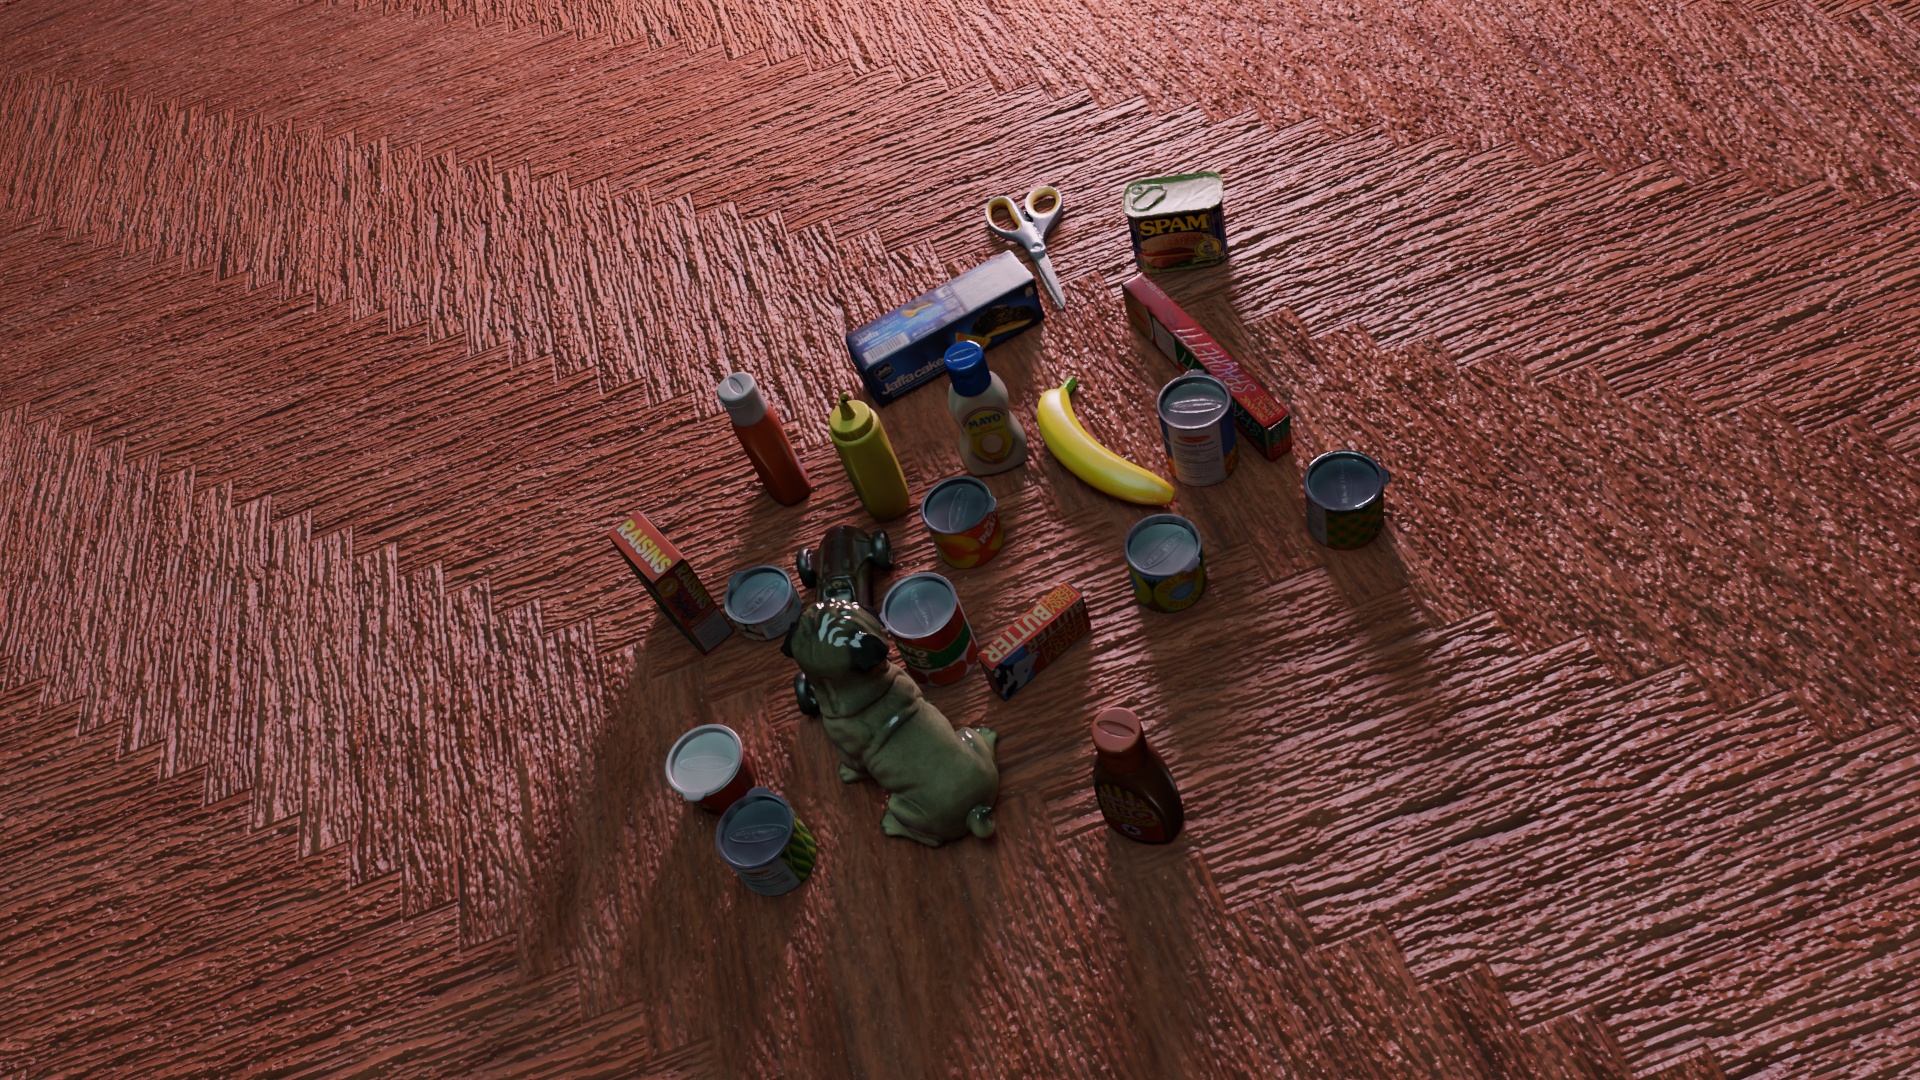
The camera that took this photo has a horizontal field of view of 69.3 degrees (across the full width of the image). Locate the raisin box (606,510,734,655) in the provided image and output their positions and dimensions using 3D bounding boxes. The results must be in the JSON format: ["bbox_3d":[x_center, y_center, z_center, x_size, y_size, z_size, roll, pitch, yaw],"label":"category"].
[{"bbox_3d":[-0.264,0.039,1.272,0.040,0.123,0.086,-40,53,-14],"label":"raisin box"}]

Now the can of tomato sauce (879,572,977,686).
[{"bbox_3d":[-0.027,0.079,1.196,0.071,0.082,0.071,-8,52,11],"label":"can of tomato sauce"}]

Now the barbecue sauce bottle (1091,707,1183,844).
[{"bbox_3d":[0.127,0.175,1.035,0.065,0.148,0.044,14,59,26],"label":"barbecue sauce bottle"}]

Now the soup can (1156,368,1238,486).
[{"bbox_3d":[0.216,-0.101,1.260,0.071,0.083,0.072,-8,52,11],"label":"soup can"}]

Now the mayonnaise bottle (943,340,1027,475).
[{"bbox_3d":[0.019,-0.122,1.294,0.065,0.147,0.041,-17,51,4],"label":"mayonnaise bottle"}]

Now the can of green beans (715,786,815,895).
[{"bbox_3d":[-0.157,0.246,1.124,0.071,0.057,0.071,-8,52,11],"label":"can of green beans"}]

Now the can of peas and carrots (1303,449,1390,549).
[{"bbox_3d":[0.332,-0.035,1.191,0.071,0.058,0.071,-8,52,11],"label":"can of peas and carrots"}]

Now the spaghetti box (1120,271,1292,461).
[{"bbox_3d":[0.233,-0.170,1.329,0.029,0.050,0.251,-30,51,-7],"label":"spaghetti box"}]

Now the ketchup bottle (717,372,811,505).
[{"bbox_3d":[-0.191,-0.099,1.339,0.043,0.148,0.065,-34,52,-10],"label":"ketchup bottle"}]

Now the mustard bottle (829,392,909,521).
[{"bbox_3d":[-0.090,-0.085,1.290,0.049,0.159,0.065,-24,51,-2],"label":"mustard bottle"}]

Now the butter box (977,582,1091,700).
[{"bbox_3d":[0.064,0.085,1.183,0.104,0.053,0.024,-39,53,-14],"label":"butter box"}]

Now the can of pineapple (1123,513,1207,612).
[{"bbox_3d":[0.178,0.021,1.195,0.071,0.057,0.071,-8,52,11],"label":"can of pineapple"}]

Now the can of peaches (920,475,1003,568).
[{"bbox_3d":[0.005,-0.016,1.275,0.071,0.057,0.071,-8,52,11],"label":"can of peaches"}]

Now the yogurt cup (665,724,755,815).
[{"bbox_3d":[-0.209,0.198,1.179,0.072,0.053,0.073,-8,52,11],"label":"yogurt cup"}]

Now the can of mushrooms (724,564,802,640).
[{"bbox_3d":[-0.184,0.057,1.292,0.071,0.033,0.071,-8,52,11],"label":"can of mushrooms"}]
